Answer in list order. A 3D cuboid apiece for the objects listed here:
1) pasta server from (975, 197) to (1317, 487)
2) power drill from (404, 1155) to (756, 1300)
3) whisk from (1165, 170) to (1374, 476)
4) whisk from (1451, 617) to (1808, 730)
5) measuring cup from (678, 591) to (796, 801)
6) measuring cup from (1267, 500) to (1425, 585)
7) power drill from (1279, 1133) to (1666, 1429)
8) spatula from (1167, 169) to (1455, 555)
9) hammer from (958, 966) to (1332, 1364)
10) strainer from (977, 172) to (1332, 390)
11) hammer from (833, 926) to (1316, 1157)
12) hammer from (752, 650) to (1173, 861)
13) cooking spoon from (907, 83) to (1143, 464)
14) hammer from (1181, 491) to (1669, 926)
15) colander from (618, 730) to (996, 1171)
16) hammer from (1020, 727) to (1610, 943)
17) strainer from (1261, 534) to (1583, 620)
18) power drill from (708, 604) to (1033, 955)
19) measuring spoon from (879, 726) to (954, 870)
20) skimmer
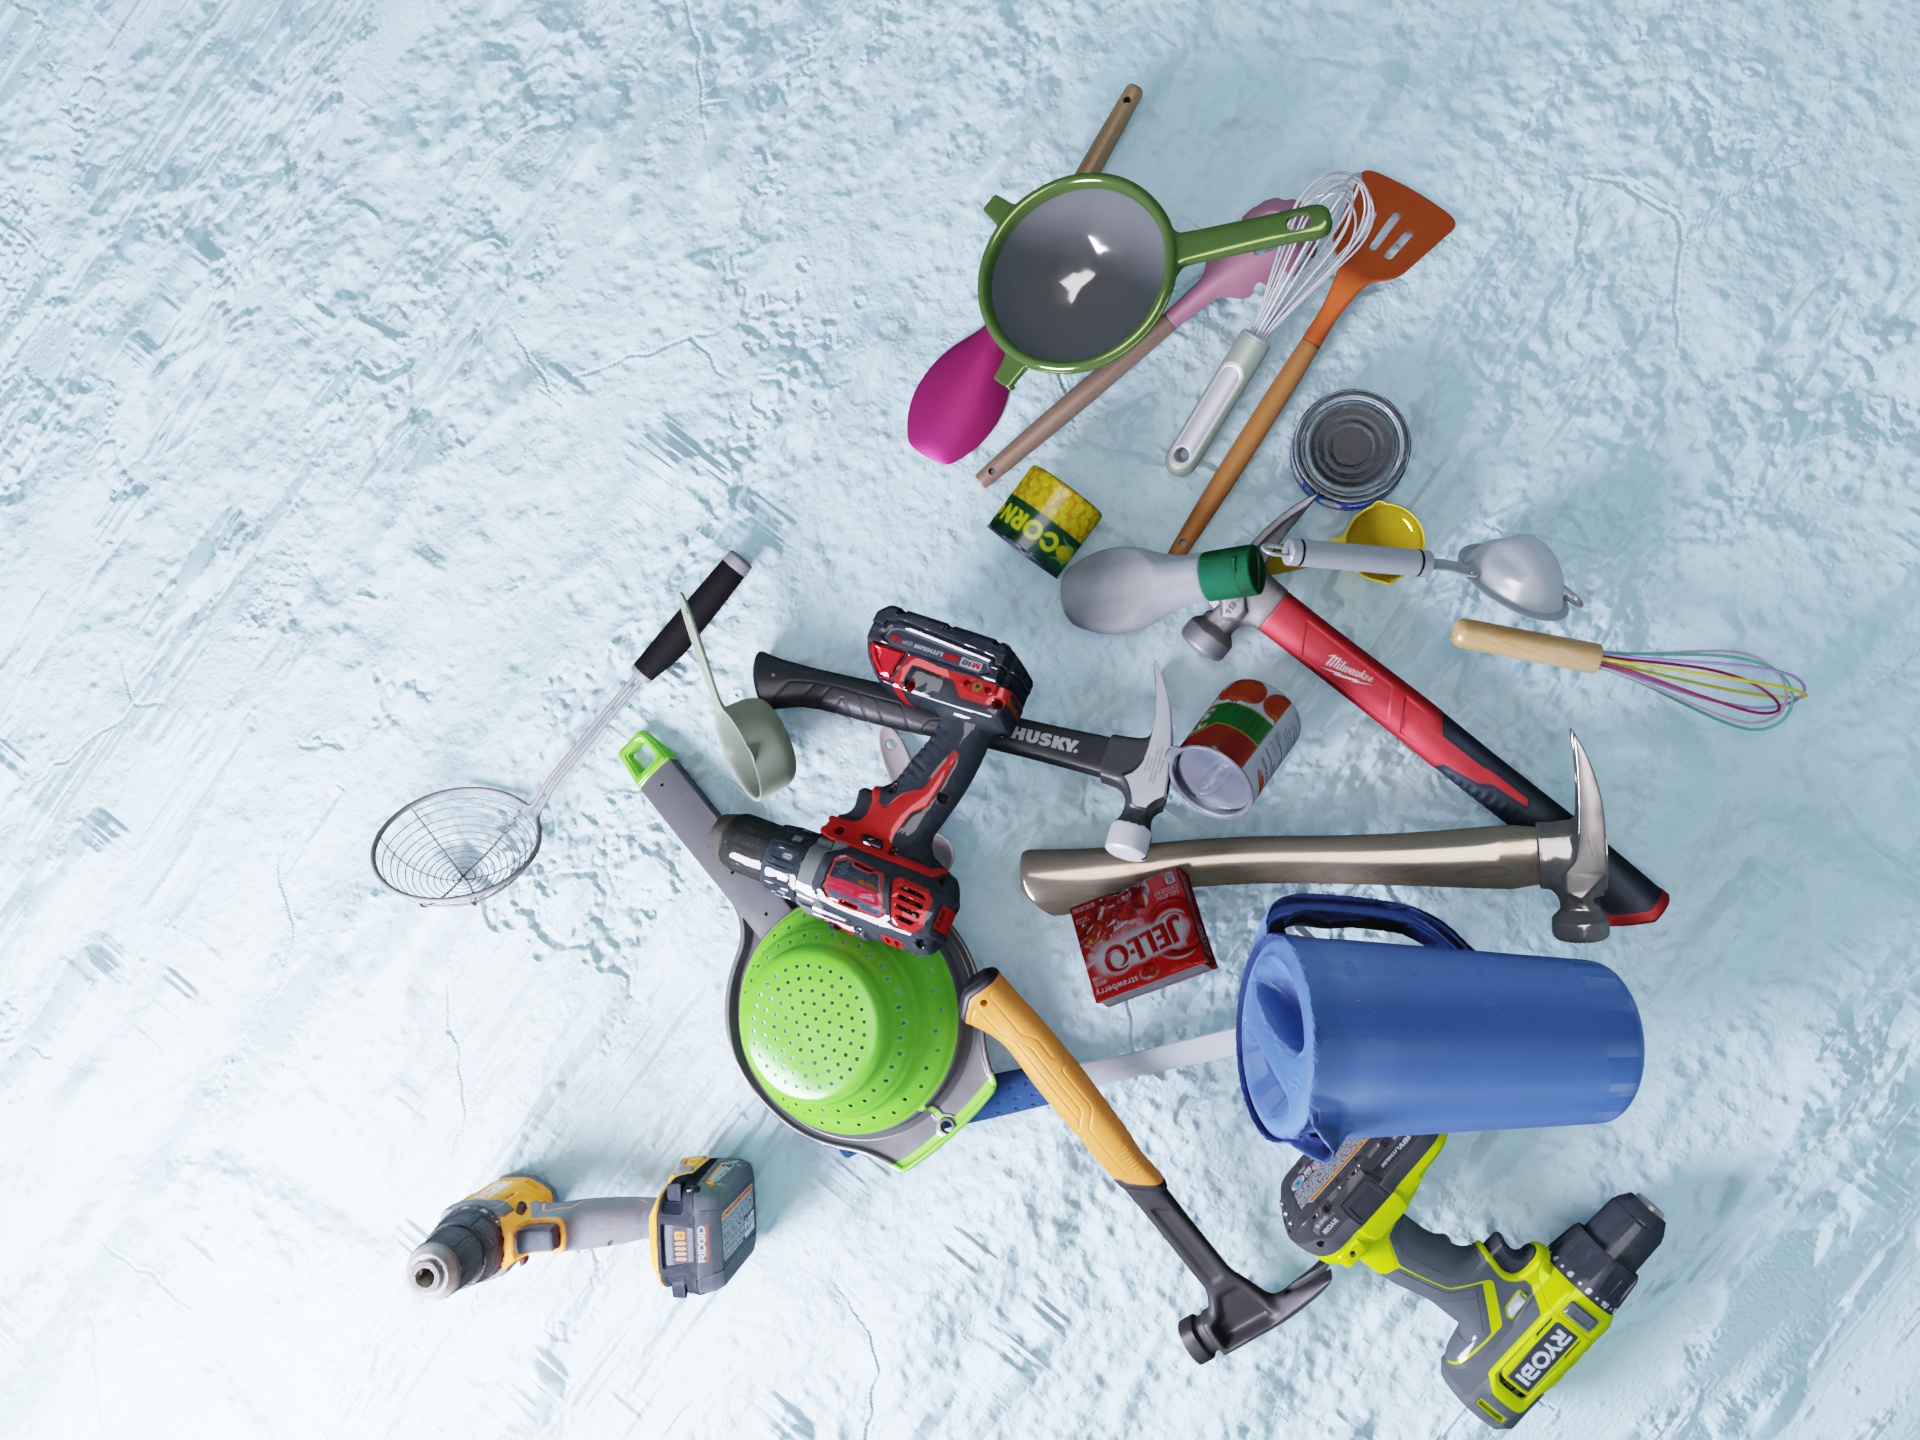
[{"bbox_3d":[0.137,-0.281,1.197,0.316,0.040,0.060,-39,84,11],"label":"pasta server"},{"bbox_3d":[-0.280,0.380,1.175,0.226,0.185,0.084,-4,87,6],"label":"power drill"},{"bbox_3d":[0.219,-0.284,1.154,0.058,0.059,0.246,36,109,15],"label":"whisk"},{"bbox_3d":[0.467,-0.037,1.115,0.245,0.047,0.051,11,115,3],"label":"whisk"},{"bbox_3d":[-0.168,-0.023,1.197,0.038,0.083,0.167,-22,96,-21],"label":"measuring cup"},{"bbox_3d":[0.264,-0.125,1.177,0.156,0.029,0.062,-7,100,21],"label":"measuring cup"},{"bbox_3d":[0.359,0.359,1.112,0.228,0.080,0.190,39,96,-5],"label":"power drill"},{"bbox_3d":[0.247,-0.256,1.180,0.081,0.041,0.322,33,98,9],"label":"spatula"},{"bbox_3d":[0.121,0.308,1.142,0.127,0.034,0.337,-37,96,17],"label":"hammer"},{"bbox_3d":[0.142,-0.324,1.152,0.256,0.069,0.151,-7,79,19],"label":"strainer"},{"bbox_3d":[0.096,0.256,1.174,0.405,0.035,0.144,-16,110,12],"label":"hammer"},{"bbox_3d":[-0.002,-0.004,1.197,0.335,0.035,0.146,13,72,14],"label":"hammer"},{"bbox_3d":[0.053,-0.341,1.213,0.069,0.017,0.319,31,94,7],"label":"cooking spoon"},{"bbox_3d":[0.352,0.002,1.139,0.386,0.038,0.143,39,108,6],"label":"hammer"},{"bbox_3d":[-0.145,0.158,1.175,0.204,0.094,0.397,-45,75,11],"label":"colander"},{"bbox_3d":[0.244,0.091,1.143,0.410,0.038,0.146,-4,97,15],"label":"hammer"},{"bbox_3d":[0.329,-0.109,1.105,0.258,0.087,0.050,3,131,-14],"label":"strainer"},{"bbox_3d":[-0.063,0.037,1.137,0.188,0.080,0.227,19,80,17],"label":"power drill"},{"bbox_3d":[-0.036,0.062,1.227,0.034,0.018,0.124,-22,79,8],"label":"measuring spoon"},{"bbox_3d":[-0.304,-0.001,1.230,0.363,0.090,0.127,-49,51,3],"label":"skimmer"}]
